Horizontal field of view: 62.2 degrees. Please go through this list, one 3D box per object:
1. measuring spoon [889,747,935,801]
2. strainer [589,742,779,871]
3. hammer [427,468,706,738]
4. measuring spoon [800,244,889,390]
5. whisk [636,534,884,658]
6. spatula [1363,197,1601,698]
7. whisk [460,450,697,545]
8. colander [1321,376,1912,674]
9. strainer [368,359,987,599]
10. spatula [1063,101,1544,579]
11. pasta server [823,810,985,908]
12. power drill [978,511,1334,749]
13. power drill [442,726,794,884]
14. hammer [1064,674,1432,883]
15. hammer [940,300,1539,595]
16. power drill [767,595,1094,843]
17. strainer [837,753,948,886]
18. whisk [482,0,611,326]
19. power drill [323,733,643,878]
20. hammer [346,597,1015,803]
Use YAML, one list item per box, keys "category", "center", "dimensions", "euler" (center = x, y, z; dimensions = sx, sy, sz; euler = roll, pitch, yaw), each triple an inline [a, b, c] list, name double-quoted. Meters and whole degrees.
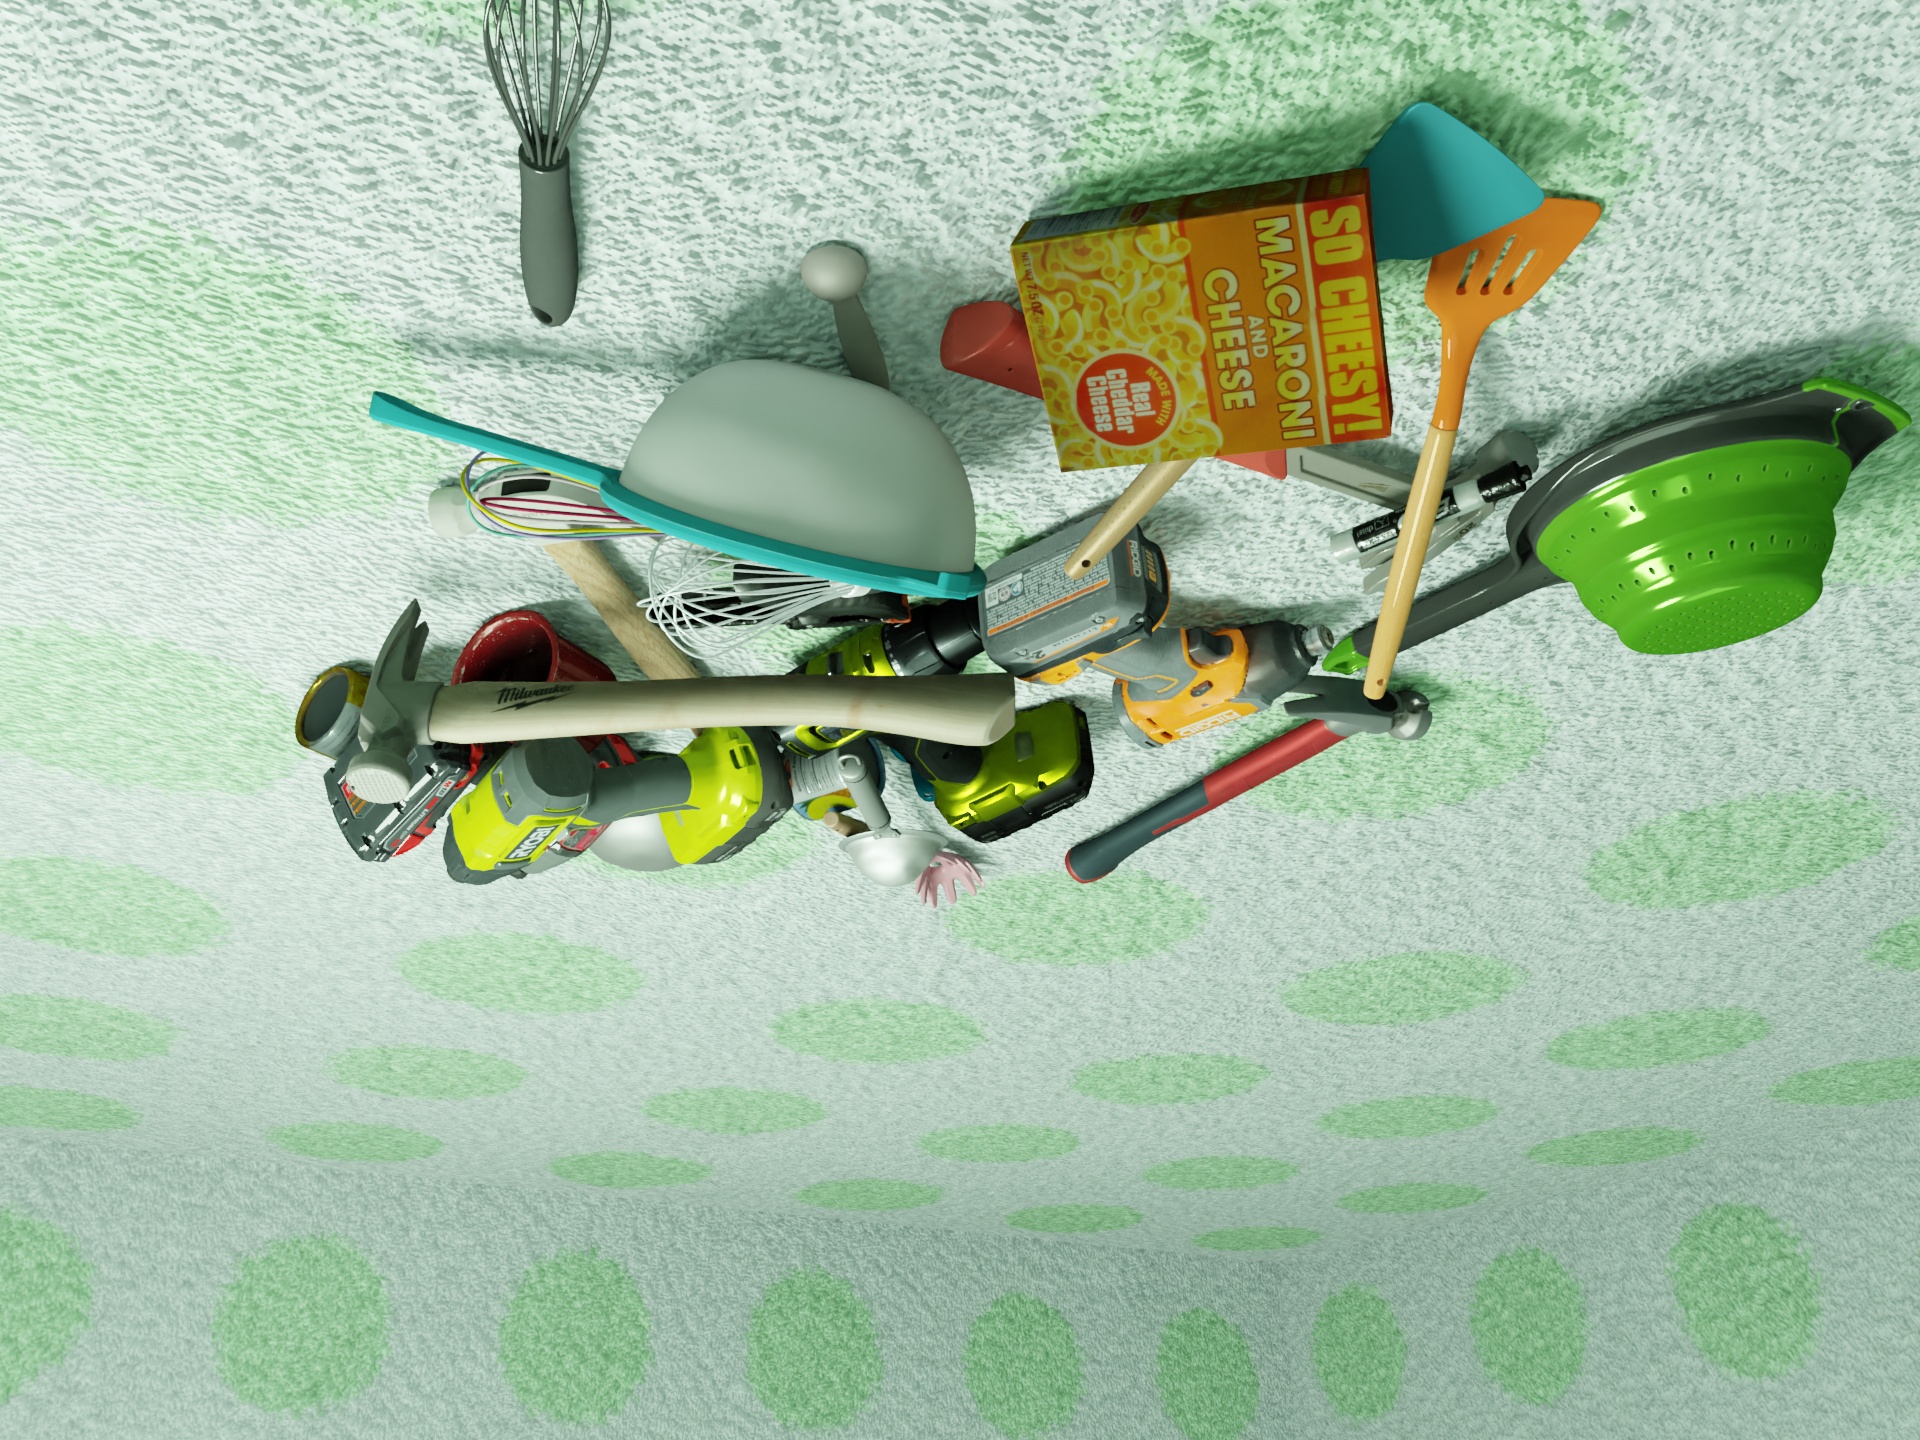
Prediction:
- category: "measuring spoon"
  center: [-0.032, 0.044, 1.304]
  dimensions: [0.042, 0.021, 0.128]
  euler: [-3, 150, 5]
- category: "strainer"
  center: [-0.225, 0.071, 1.302]
  dimensions: [0.151, 0.069, 0.256]
  euler: [23, 146, -37]
- category: "hammer"
  center: [-0.221, -0.066, 1.086]
  dimensions: [0.130, 0.031, 0.331]
  euler: [-6, 152, 12]
- category: "measuring spoon"
  center: [-0.056, -0.203, 0.845]
  dimensions: [0.034, 0.018, 0.124]
  euler: [-5, 152, 9]
- category: "whisk"
  center: [-0.082, -0.080, 0.927]
  dimensions: [0.070, 0.070, 0.284]
  euler: [-20, 176, 32]
- category: "spatula"
  center: [0.265, -0.138, 0.881]
  dimensions: [0.081, 0.041, 0.322]
  euler: [-2, 128, -7]
- category: "whisk"
  center: [-0.179, -0.116, 0.948]
  dimensions: [0.244, 0.047, 0.051]
  euler: [7, 111, -37]
- category: "colander"
  center: [0.388, -0.072, 0.996]
  dimensions: [0.204, 0.095, 0.397]
  euler: [7, 156, -35]
- category: "strainer"
  center: [-0.139, -0.155, 0.844]
  dimensions: [0.340, 0.095, 0.211]
  euler: [16, -168, -2]
- category: "spatula"
  center: [0.152, -0.176, 0.821]
  dimensions: [0.082, 0.044, 0.317]
  euler: [28, 126, -21]
- category: "pasta server"
  center: [-0.049, 0.117, 1.362]
  dimensions: [0.060, 0.040, 0.316]
  euler: [-23, 161, 12]
- category: "power drill"
  center: [0.137, -0.056, 1.065]
  dimensions: [0.164, 0.084, 0.226]
  euler: [-22, 149, 33]
- category: "power drill"
  center: [-0.248, 0.063, 1.136]
  dimensions: [0.223, 0.080, 0.171]
  euler: [-4, 155, -43]
- category: "hammer"
  center: [0.195, 0.057, 1.303]
  dimensions: [0.143, 0.038, 0.386]
  euler: [7, 154, -32]
- category: "hammer"
  center: [0.150, -0.159, 0.913]
  dimensions: [0.358, 0.037, 0.149]
  euler: [13, 149, -25]
- category: "power drill"
  center: [-0.002, -0.004, 1.161]
  dimensions: [0.190, 0.080, 0.228]
  euler: [-27, 140, 28]
- category: "strainer"
  center: [-0.061, 0.078, 1.187]
  dimensions: [0.087, 0.050, 0.258]
  euler: [-5, 155, 6]
- category: "whisk"
  center: [-0.185, -0.255, 0.720]
  dimensions: [0.055, 0.055, 0.239]
  euler: [5, 156, -11]
- category: "power drill"
  center: [-0.352, 0.058, 1.193]
  dimensions: [0.143, 0.079, 0.219]
  euler: [-45, 151, 15]
- category: "hammer"
  center: [-0.171, -0.018, 1.014]
  dimensions: [0.410, 0.146, 0.038]
  euler: [-1, 141, 0]
